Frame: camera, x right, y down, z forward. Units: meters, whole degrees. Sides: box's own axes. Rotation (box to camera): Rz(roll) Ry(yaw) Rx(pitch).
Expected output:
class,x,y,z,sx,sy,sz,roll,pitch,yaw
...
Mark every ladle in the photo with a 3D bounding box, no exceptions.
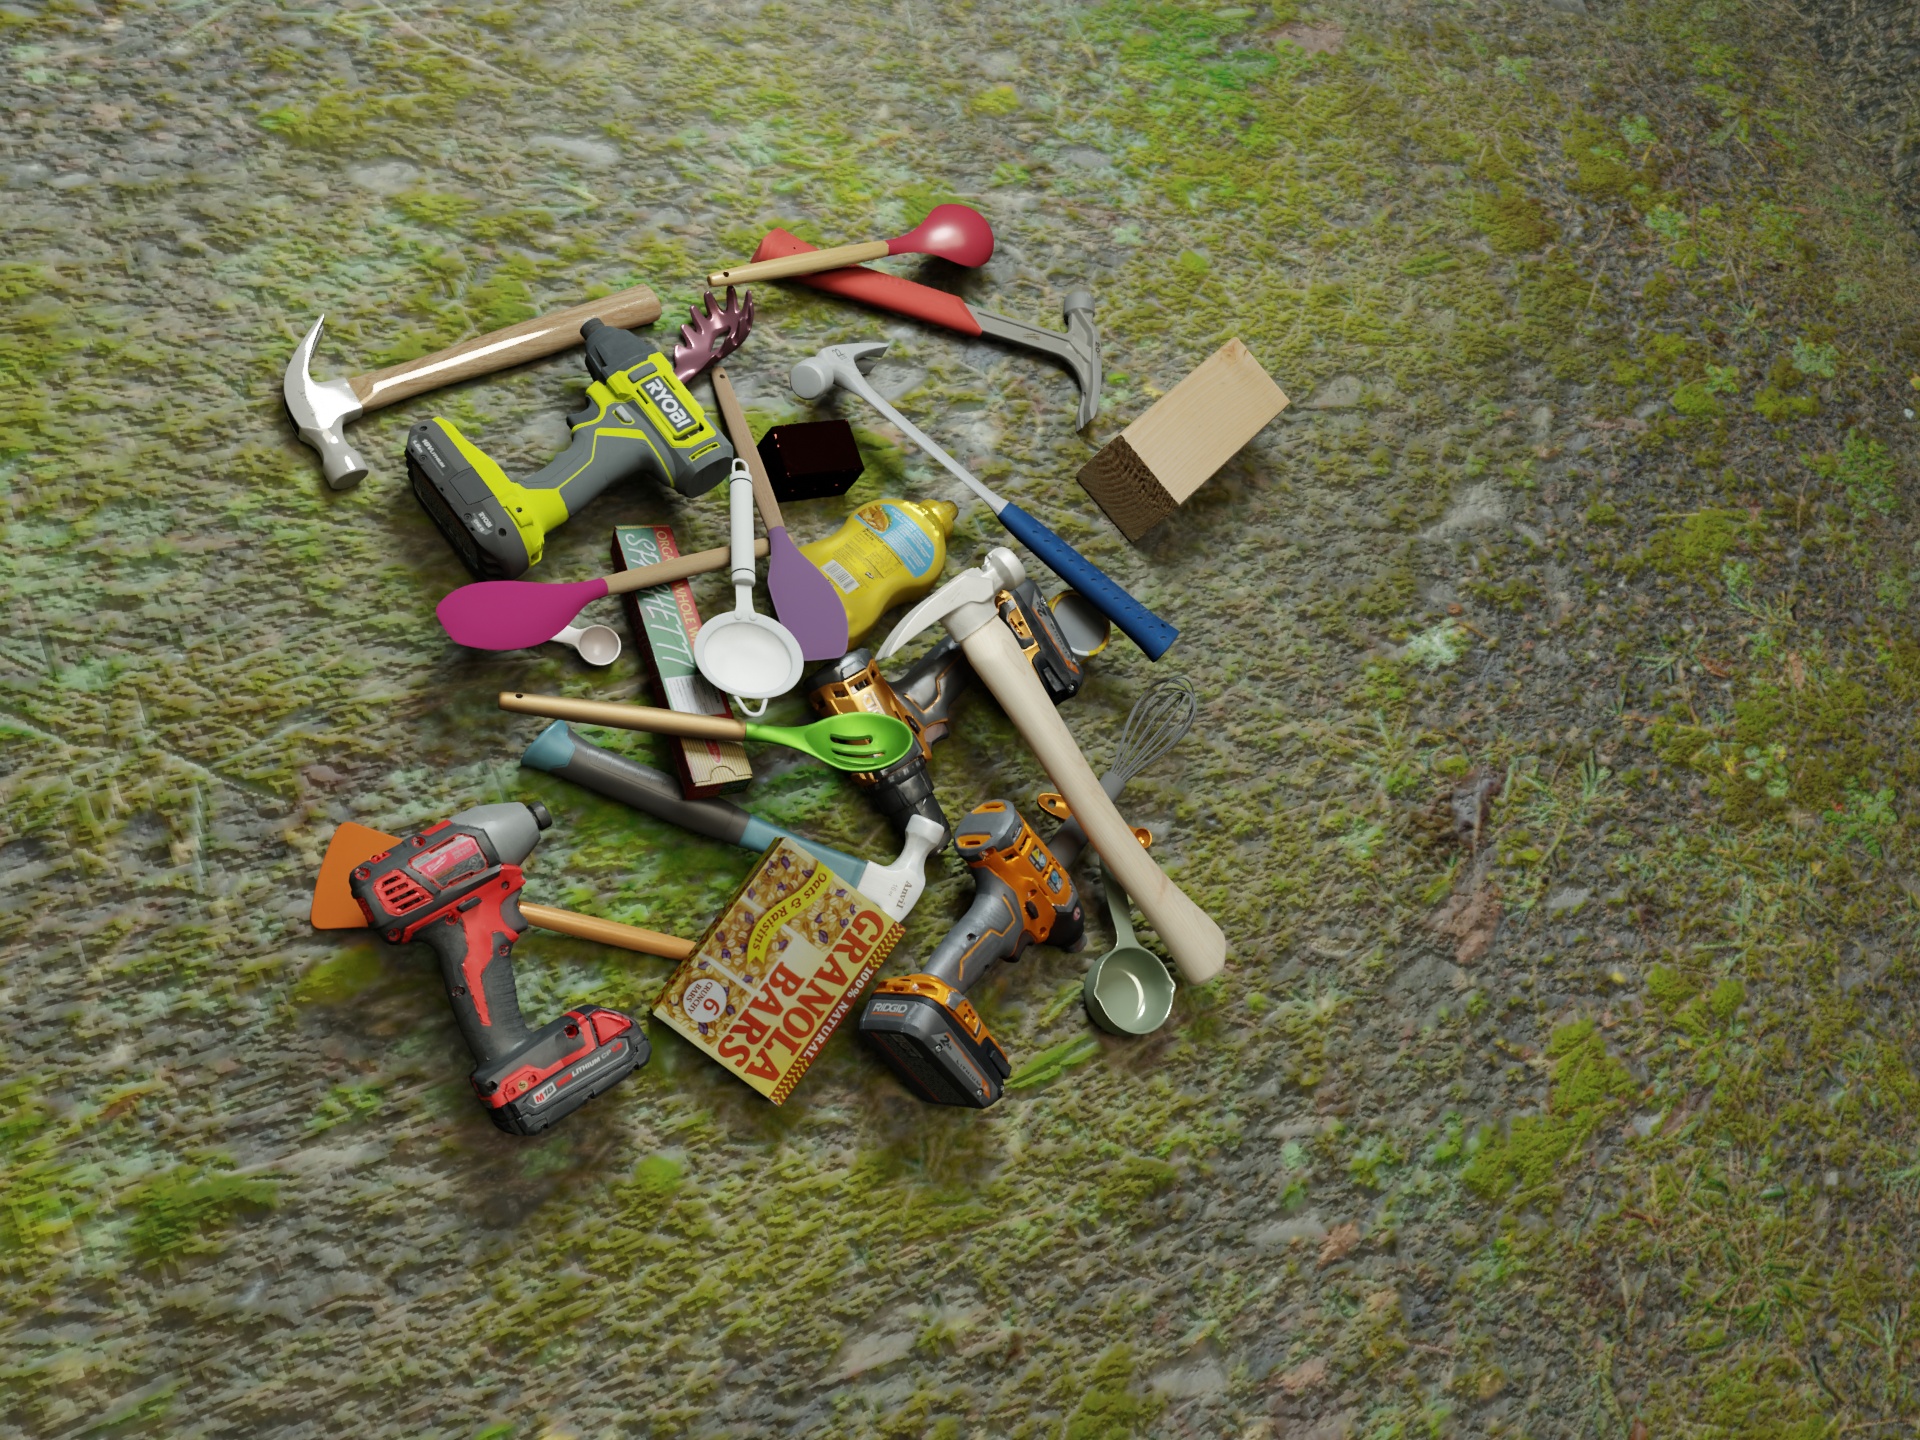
class,x,y,z,sx,sy,sz,roll,pitch,yaw
ladle,-0.093,-0.433,1.473,0.315,0.031,0.069,-21,82,-30

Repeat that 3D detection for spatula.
class,x,y,z,sx,sy,sz,roll,pitch,yaw
spatula,-0.161,-0.180,1.347,0.059,0.018,0.316,-8,60,-28
spatula,-0.311,0.149,1.192,0.322,0.041,0.081,18,65,-24

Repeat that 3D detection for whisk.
class,x,y,z,sx,sy,sz,roll,pitch,yaw
whisk,0.138,0.053,1.422,0.055,0.055,0.239,41,71,-7

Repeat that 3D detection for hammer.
class,x,y,z,sx,sy,sz,roll,pitch,yaw
hammer,0.093,0.061,1.347,0.146,0.038,0.410,-38,100,-20
hammer,-0.026,-0.389,1.527,0.359,0.036,0.149,11,67,-23
hammer,0.032,-0.199,1.426,0.405,0.035,0.144,40,31,-1
hammer,-0.184,0.080,1.260,0.331,0.033,0.128,24,81,-12
hammer,-0.395,-0.303,1.313,0.331,0.031,0.130,-29,87,-32

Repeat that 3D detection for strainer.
class,x,y,z,sx,sy,sz,roll,pitch,yaw
strainer,-0.174,-0.106,1.280,0.086,0.050,0.259,5,60,-19

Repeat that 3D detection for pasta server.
class,x,y,z,sx,sy,sz,roll,pitch,yaw
pasta server,-0.278,-0.264,1.353,0.060,0.040,0.316,21,57,28

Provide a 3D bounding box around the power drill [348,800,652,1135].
class,x,y,z,sx,sy,sz,roll,pitch,yaw
power drill,-0.316,0.168,1.124,0.143,0.078,0.219,-31,97,-28

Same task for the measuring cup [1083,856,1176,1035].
class,x,y,z,sx,sy,sz,roll,pitch,yaw
measuring cup,0.135,0.193,1.390,0.083,0.038,0.168,-1,70,-27

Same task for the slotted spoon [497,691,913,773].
class,x,y,z,sx,sy,sz,roll,pitch,yaw
slotted spoon,-0.190,0.004,1.213,0.313,0.031,0.070,7,38,-16

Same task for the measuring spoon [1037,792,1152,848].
class,x,y,z,sx,sy,sz,roll,pitch,yaw
measuring spoon,0.120,0.090,1.438,0.117,0.011,0.021,21,71,-14

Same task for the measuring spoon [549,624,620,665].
class,x,y,z,sx,sy,sz,roll,pitch,yaw
measuring spoon,-0.333,-0.071,1.270,0.124,0.018,0.034,18,66,-13

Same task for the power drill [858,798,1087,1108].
class,x,y,z,sx,sy,sz,roll,pitch,yaw
power drill,0.026,0.199,1.299,0.164,0.084,0.227,51,51,-30

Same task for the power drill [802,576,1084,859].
class,x,y,z,sx,sy,sz,roll,pitch,yaw
power drill,-0.002,-0.004,1.371,0.226,0.084,0.185,-30,94,-27

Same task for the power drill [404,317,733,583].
class,x,y,z,sx,sy,sz,roll,pitch,yaw
power drill,-0.318,-0.220,1.270,0.223,0.080,0.171,-34,79,-24

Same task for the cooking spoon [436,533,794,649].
class,x,y,z,sx,sy,sz,roll,pitch,yaw
cooking spoon,-0.261,-0.111,1.258,0.319,0.017,0.069,-20,63,-40
